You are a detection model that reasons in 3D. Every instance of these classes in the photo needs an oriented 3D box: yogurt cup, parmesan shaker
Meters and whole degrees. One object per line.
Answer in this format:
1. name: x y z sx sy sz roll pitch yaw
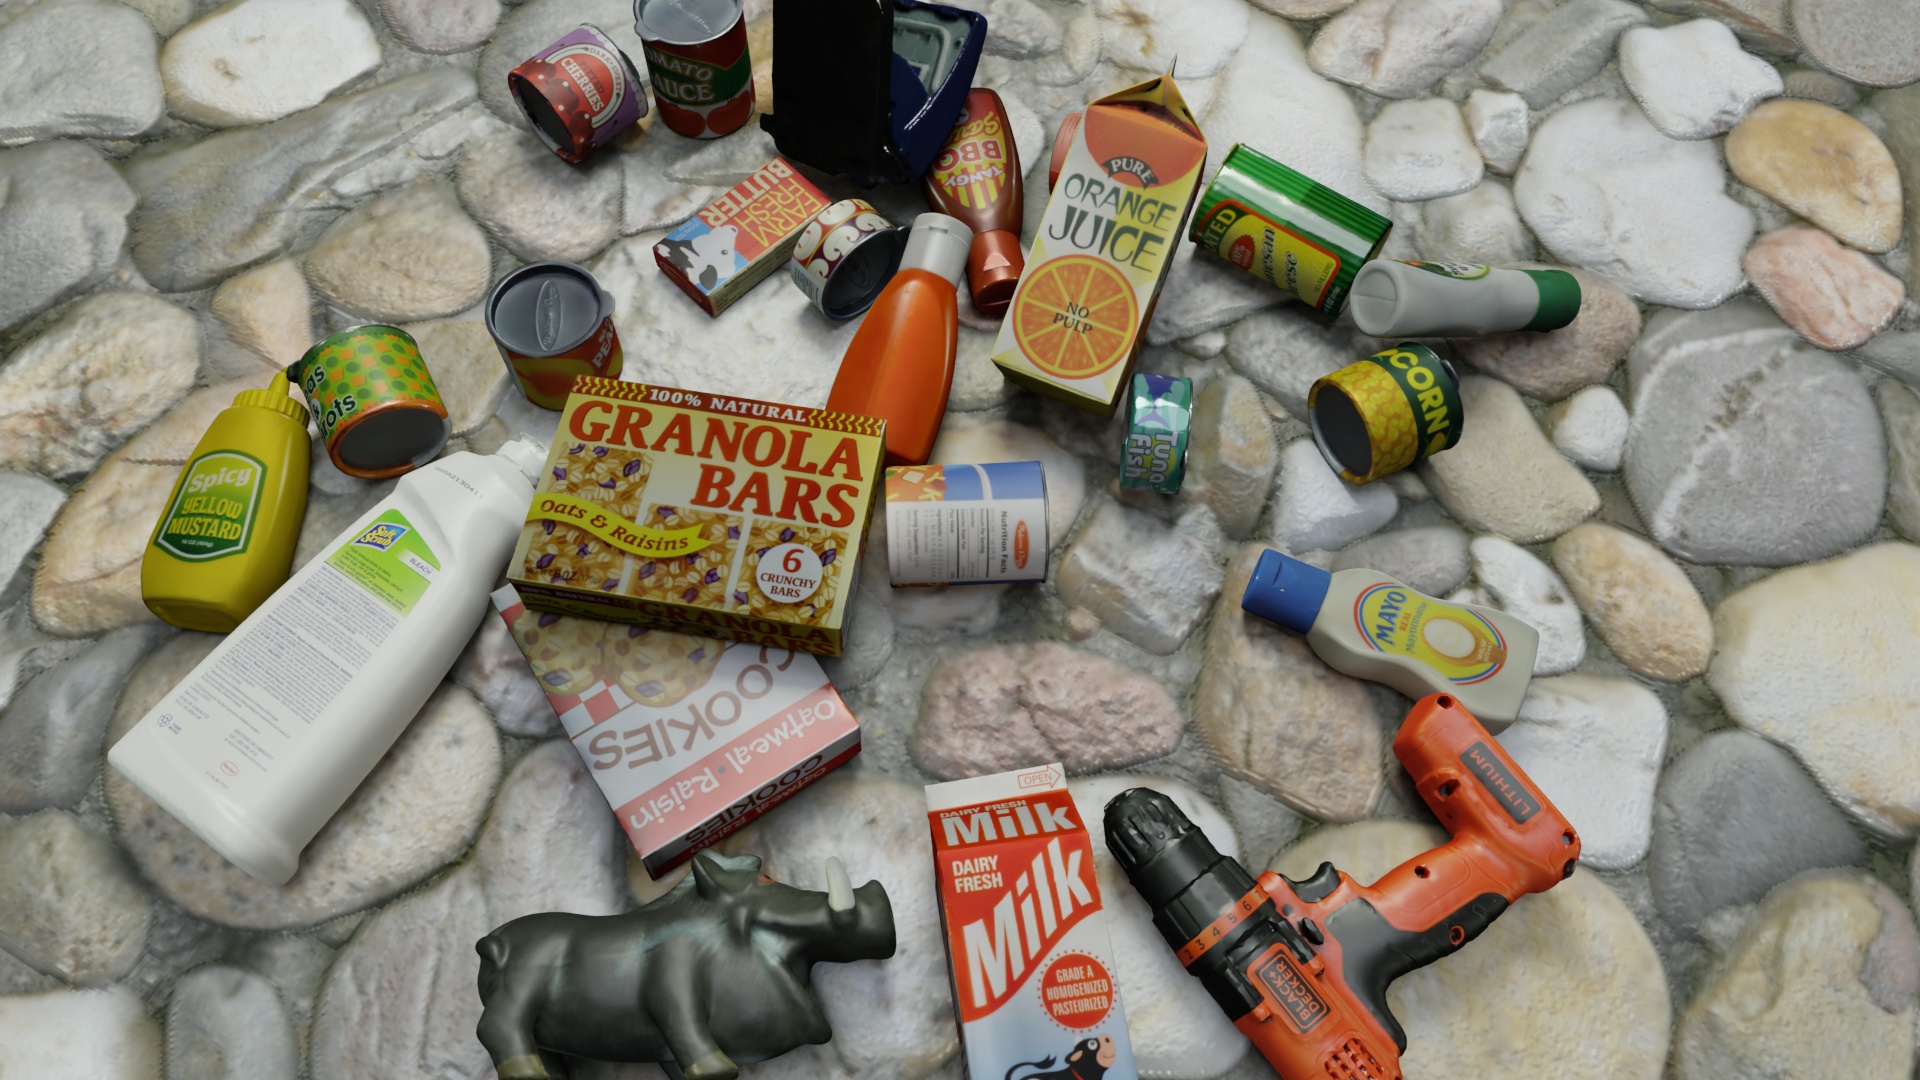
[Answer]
1. yogurt cup: 0.088 -0.233 0.861 0.054 0.072 0.073 16 64 15
2. parmesan shaker: 0.199 -0.188 0.837 0.103 0.071 0.071 32 67 13

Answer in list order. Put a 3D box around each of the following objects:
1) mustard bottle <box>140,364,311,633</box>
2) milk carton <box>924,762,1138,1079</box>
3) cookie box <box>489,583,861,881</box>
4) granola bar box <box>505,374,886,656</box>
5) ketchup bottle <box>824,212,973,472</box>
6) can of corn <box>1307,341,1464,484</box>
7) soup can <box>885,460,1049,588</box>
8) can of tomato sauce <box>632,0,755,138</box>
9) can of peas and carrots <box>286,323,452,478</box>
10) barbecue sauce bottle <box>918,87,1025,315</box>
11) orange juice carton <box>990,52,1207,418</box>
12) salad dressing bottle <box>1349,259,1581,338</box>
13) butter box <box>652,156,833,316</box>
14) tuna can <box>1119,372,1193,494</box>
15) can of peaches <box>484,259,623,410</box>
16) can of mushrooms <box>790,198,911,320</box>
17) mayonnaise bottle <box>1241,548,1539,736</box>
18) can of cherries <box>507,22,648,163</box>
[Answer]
1. mustard bottle: -0.386 -0.031 0.749 0.065 0.048 0.161 4 63 -2
2. milk carton: 0.031 0.198 0.636 0.072 0.073 0.191 -8 64 -6
3. cookie box: -0.145 0.068 0.714 0.123 0.040 0.168 -30 67 -16
4. granola bar box: -0.130 -0.014 0.712 0.166 0.039 0.125 9 62 3
5. ketchup bottle: -0.030 -0.114 0.791 0.065 0.043 0.149 16 76 6
6. can of corn: 0.238 -0.072 0.780 0.058 0.071 0.071 -23 67 -12
7. soup can: 0.003 -0.009 0.745 0.084 0.071 0.071 -2 64 -2
8. can of tomato sauce: -0.167 -0.305 0.875 0.071 0.082 0.071 1 64 -1
9. can of peas and carrots: -0.324 -0.075 0.763 0.071 0.070 0.059 -26 68 -14
10. barbecue sauce bottle: 0.011 -0.209 0.856 0.065 0.043 0.149 -13 65 1
11. orange juice carton: 0.086 -0.173 0.784 0.073 0.072 0.192 21 91 8
12. salad dressing bottle: 0.297 -0.140 0.810 0.148 0.064 0.044 -5 106 -27
13. butter box: -0.131 -0.187 0.851 0.053 0.024 0.104 42 70 16
14. tuna can: 0.108 -0.058 0.770 0.033 0.070 0.071 6 64 3
15. can of peaches: -0.228 -0.116 0.793 0.071 0.057 0.071 1 63 -2
16. can of mushrooms: -0.064 -0.167 0.819 0.071 0.070 0.033 -39 70 -19
17. mayonnaise bottle: 0.225 0.048 0.736 0.148 0.041 0.065 22 66 8
18. can of cherries: -0.238 -0.279 0.867 0.071 0.071 0.058 42 70 17
